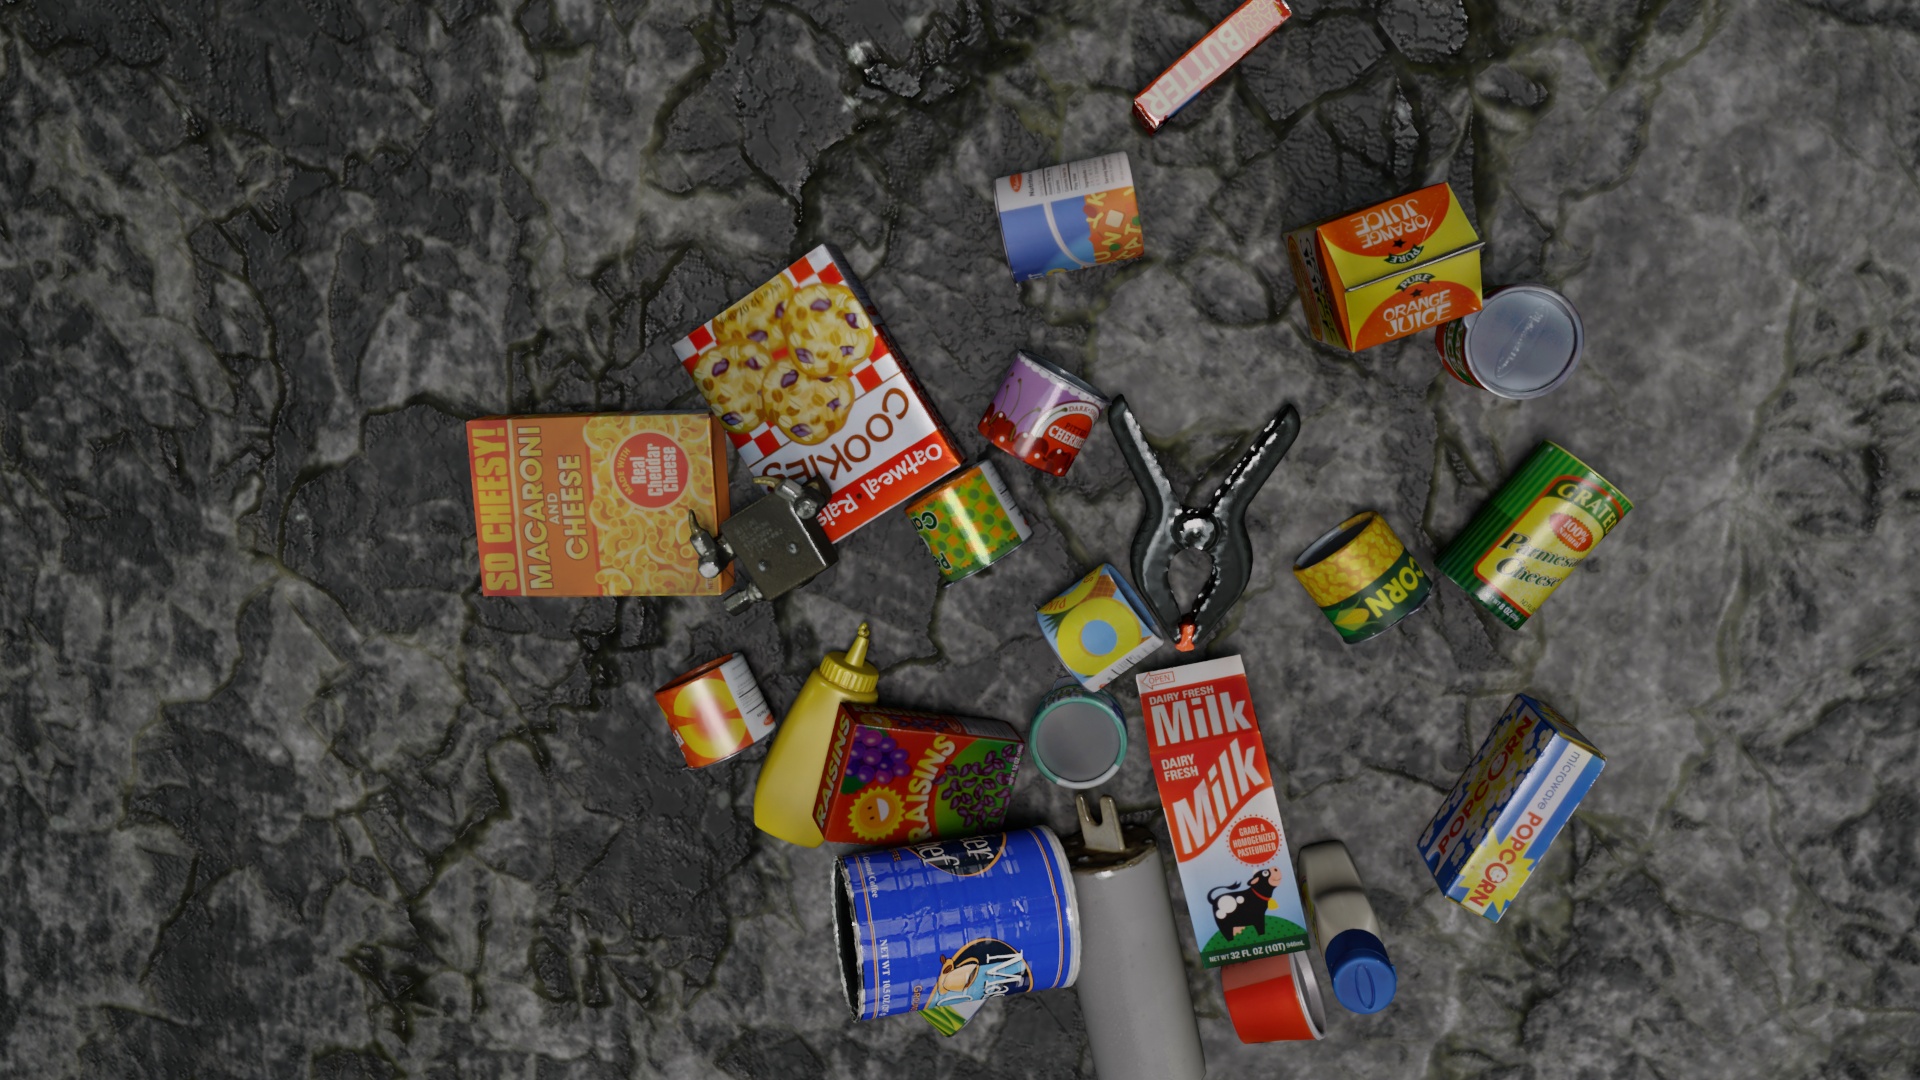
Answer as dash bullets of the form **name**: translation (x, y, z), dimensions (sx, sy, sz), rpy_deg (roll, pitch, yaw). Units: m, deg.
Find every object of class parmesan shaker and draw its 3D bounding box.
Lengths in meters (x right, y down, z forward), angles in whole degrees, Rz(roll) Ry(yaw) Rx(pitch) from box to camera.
- **parmesan shaker**: translation (0.356, -0.001, 0.863), dimensions (0.071, 0.071, 0.103), rpy_deg (38, 102, -1)

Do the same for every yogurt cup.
- **yogurt cup**: translation (0.209, 0.305, 0.934), dimensions (0.054, 0.072, 0.072), rpy_deg (-19, 97, 18)

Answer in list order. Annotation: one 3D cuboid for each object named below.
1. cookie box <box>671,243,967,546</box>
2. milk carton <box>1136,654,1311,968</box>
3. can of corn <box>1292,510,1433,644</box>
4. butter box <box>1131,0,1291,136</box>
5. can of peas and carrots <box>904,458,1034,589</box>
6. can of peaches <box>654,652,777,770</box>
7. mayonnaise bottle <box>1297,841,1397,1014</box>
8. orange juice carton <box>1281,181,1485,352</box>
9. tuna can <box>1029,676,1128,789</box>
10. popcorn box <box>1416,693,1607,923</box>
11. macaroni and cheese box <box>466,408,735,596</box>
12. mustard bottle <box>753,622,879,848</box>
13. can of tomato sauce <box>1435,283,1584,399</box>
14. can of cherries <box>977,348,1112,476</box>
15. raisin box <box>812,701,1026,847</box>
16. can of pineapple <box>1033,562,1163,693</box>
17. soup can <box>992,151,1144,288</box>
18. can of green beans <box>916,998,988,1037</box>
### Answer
- **cookie box**: translation (-0.091, -0.090, 0.913), dimensions (0.123, 0.040, 0.167), rpy_deg (-31, 95, 13)
- **milk carton**: translation (0.170, 0.171, 0.910), dimensions (0.072, 0.073, 0.190), rpy_deg (-13, 98, 9)
- **can of corn**: translation (0.254, 0.022, 0.876), dimensions (0.071, 0.071, 0.058), rpy_deg (-37, 93, 11)
- **butter box**: translation (0.151, -0.290, 0.844), dimensions (0.103, 0.053, 0.024), rpy_deg (-39, 96, 11)
- **can of peas and carrots**: translation (0.003, -0.011, 0.901), dimensions (0.071, 0.071, 0.058), rpy_deg (-30, 94, 11)
- **can of peaches**: translation (-0.168, 0.116, 0.943), dimensions (0.071, 0.071, 0.058), rpy_deg (-23, 96, 10)
- **mayonnaise bottle**: translation (0.242, 0.245, 0.875), dimensions (0.041, 0.148, 0.064), rpy_deg (-12, 98, 9)
- **orange juice carton**: translation (0.237, -0.154, 0.786), dimensions (0.072, 0.193, 0.073), rpy_deg (-18, 98, 9)
- **tuna can**: translation (0.079, 0.129, 0.934), dimensions (0.071, 0.033, 0.071), rpy_deg (1, 100, 6)
- **popcorn box**: translation (0.347, 0.167, 0.882), dimensions (0.038, 0.085, 0.126), rpy_deg (29, 102, 0)
- **macaroni and cheese box**: translation (-0.242, -0.025, 0.942), dimensions (0.166, 0.040, 0.123), rpy_deg (-1, 100, 6)
- **mustard bottle**: translation (-0.089, 0.128, 0.945), dimensions (0.065, 0.049, 0.160), rpy_deg (22, 101, -2)
- **can of tomato sauce**: translation (0.326, -0.122, 0.836), dimensions (0.071, 0.083, 0.071), rpy_deg (1, 100, 7)
- **can of cherries**: translation (0.054, -0.080, 0.883), dimensions (0.071, 0.071, 0.058), rpy_deg (30, 102, 1)
- **raisin box**: translation (-0.028, 0.158, 0.923), dimensions (0.123, 0.040, 0.086), rpy_deg (10, 103, -24)
- **can of pineapple**: translation (0.089, 0.055, 0.903), dimensions (0.058, 0.071, 0.071), rpy_deg (-37, 94, 11)
- **soup can**: translation (0.068, -0.199, 0.864), dimensions (0.084, 0.071, 0.071), rpy_deg (-10, 99, 8)
- **can of green beans**: translation (-0.011, 0.296, 0.956), dimensions (0.058, 0.071, 0.071), rpy_deg (40, 102, 0)
